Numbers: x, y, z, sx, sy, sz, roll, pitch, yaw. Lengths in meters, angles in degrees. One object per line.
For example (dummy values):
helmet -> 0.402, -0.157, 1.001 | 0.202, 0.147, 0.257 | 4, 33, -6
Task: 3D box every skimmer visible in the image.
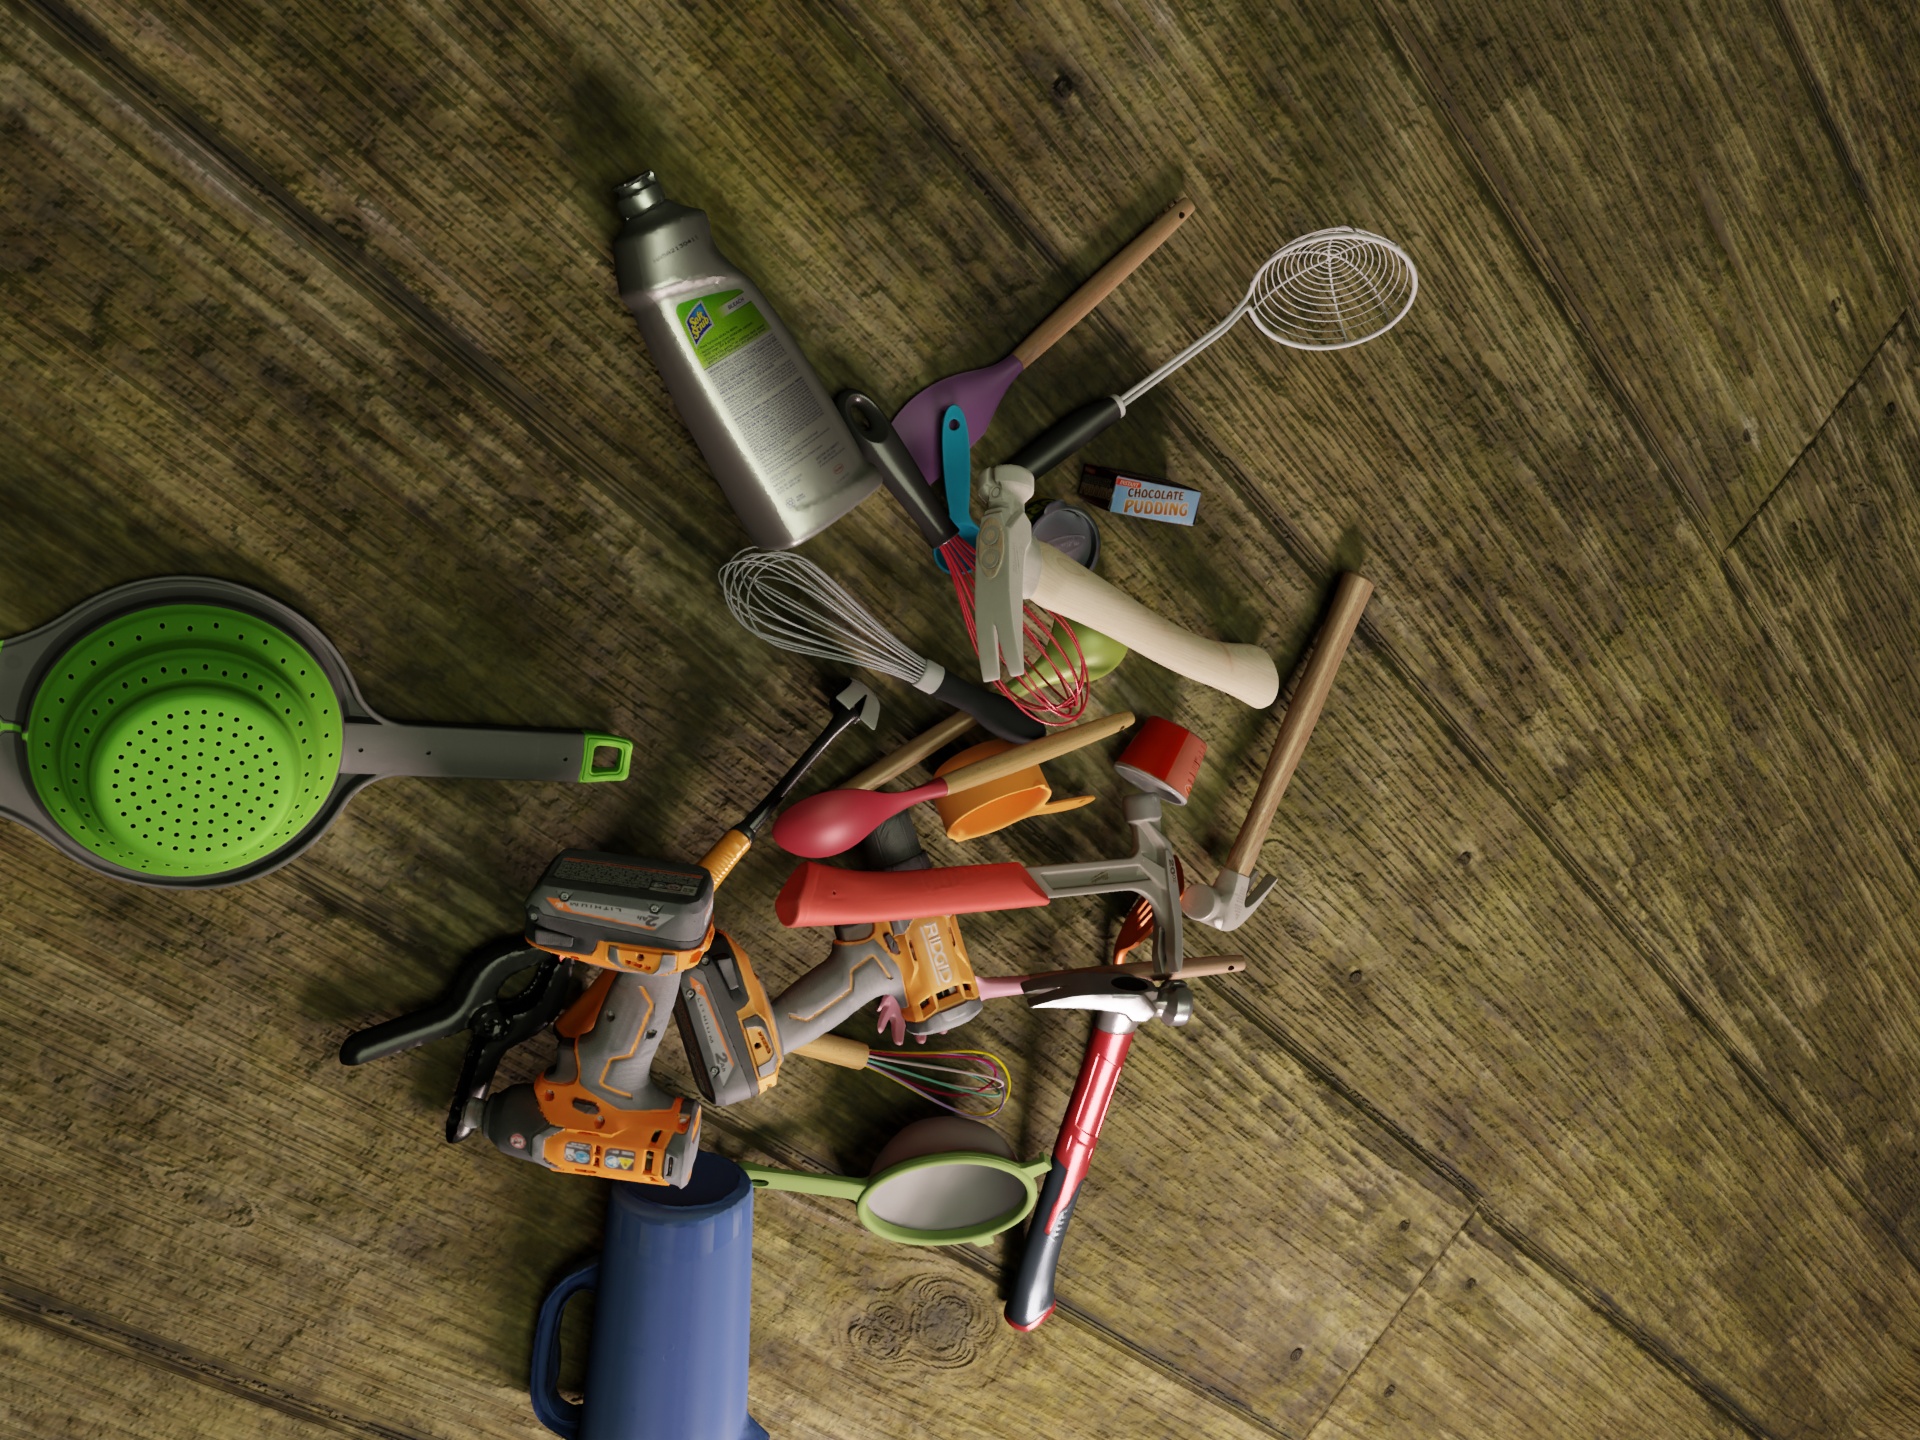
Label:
skimmer -> 0.184, -0.258, 1.214 | 0.363, 0.090, 0.127 | -37, 152, -10

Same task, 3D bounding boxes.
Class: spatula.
spatula -> 0.141, 0.272, 1.402 | 0.041, 0.081, 0.322 | 10, 109, -2
spatula -> 0.059, -0.284, 1.178 | 0.316, 0.018, 0.059 | -43, 120, -8

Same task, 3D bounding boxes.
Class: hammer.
hammer -> 0.285, 0.027, 1.386 | 0.130, 0.031, 0.331 | 25, 87, -60
hammer -> -0.176, 0.106, 1.141 | 0.034, 0.127, 0.337 | 40, 92, -7
hammer -> 0.080, 0.379, 1.369 | 0.143, 0.038, 0.386 | 5, 118, -18
hammer -> 0.140, -0.059, 1.206 | 0.410, 0.038, 0.146 | 19, 66, -51
hammer -> 0.025, 0.137, 1.216 | 0.359, 0.037, 0.149 | -1, 81, -35

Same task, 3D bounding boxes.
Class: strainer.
strainer -> -0.063, 0.366, 1.318 | 0.256, 0.069, 0.151 | 11, 134, -16

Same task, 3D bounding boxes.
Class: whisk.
whisk -> -0.051, -0.046, 1.158 | 0.284, 0.070, 0.070 | 28, 93, -25
whisk -> 0.002, -0.117, 1.156 | 0.073, 0.073, 0.295 | -40, 105, -11
whisk -> -0.061, 0.275, 1.297 | 0.244, 0.051, 0.047 | 21, 106, -27

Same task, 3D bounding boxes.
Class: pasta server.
pasta server -> 0.086, 0.219, 1.314 | 0.316, 0.040, 0.060 | -4, 118, -9

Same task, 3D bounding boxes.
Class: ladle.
ladle -> -0.002, -0.004, 1.237 | 0.320, 0.062, 0.078 | -32, 117, -8
ladle -> 0.007, 0.040, 1.158 | 0.315, 0.031, 0.069 | -19, 148, -32

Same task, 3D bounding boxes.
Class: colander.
colander -> -0.389, 0.026, 0.995 | 0.397, 0.095, 0.204 | 4, 105, -30

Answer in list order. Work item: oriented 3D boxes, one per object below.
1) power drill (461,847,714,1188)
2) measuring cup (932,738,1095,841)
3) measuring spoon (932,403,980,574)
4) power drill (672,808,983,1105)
power drill -> -0.253, 0.207, 1.086 | 0.164, 0.084, 0.226 | 8, 107, -2
measuring cup -> 0.047, 0.050, 1.269 | 0.095, 0.052, 0.173 | -36, 159, 34
measuring spoon -> -0.004, -0.172, 1.178 | 0.042, 0.021, 0.128 | -9, 114, -14
power drill -> -0.107, 0.171, 1.201 | 0.226, 0.084, 0.185 | -18, 94, -22
